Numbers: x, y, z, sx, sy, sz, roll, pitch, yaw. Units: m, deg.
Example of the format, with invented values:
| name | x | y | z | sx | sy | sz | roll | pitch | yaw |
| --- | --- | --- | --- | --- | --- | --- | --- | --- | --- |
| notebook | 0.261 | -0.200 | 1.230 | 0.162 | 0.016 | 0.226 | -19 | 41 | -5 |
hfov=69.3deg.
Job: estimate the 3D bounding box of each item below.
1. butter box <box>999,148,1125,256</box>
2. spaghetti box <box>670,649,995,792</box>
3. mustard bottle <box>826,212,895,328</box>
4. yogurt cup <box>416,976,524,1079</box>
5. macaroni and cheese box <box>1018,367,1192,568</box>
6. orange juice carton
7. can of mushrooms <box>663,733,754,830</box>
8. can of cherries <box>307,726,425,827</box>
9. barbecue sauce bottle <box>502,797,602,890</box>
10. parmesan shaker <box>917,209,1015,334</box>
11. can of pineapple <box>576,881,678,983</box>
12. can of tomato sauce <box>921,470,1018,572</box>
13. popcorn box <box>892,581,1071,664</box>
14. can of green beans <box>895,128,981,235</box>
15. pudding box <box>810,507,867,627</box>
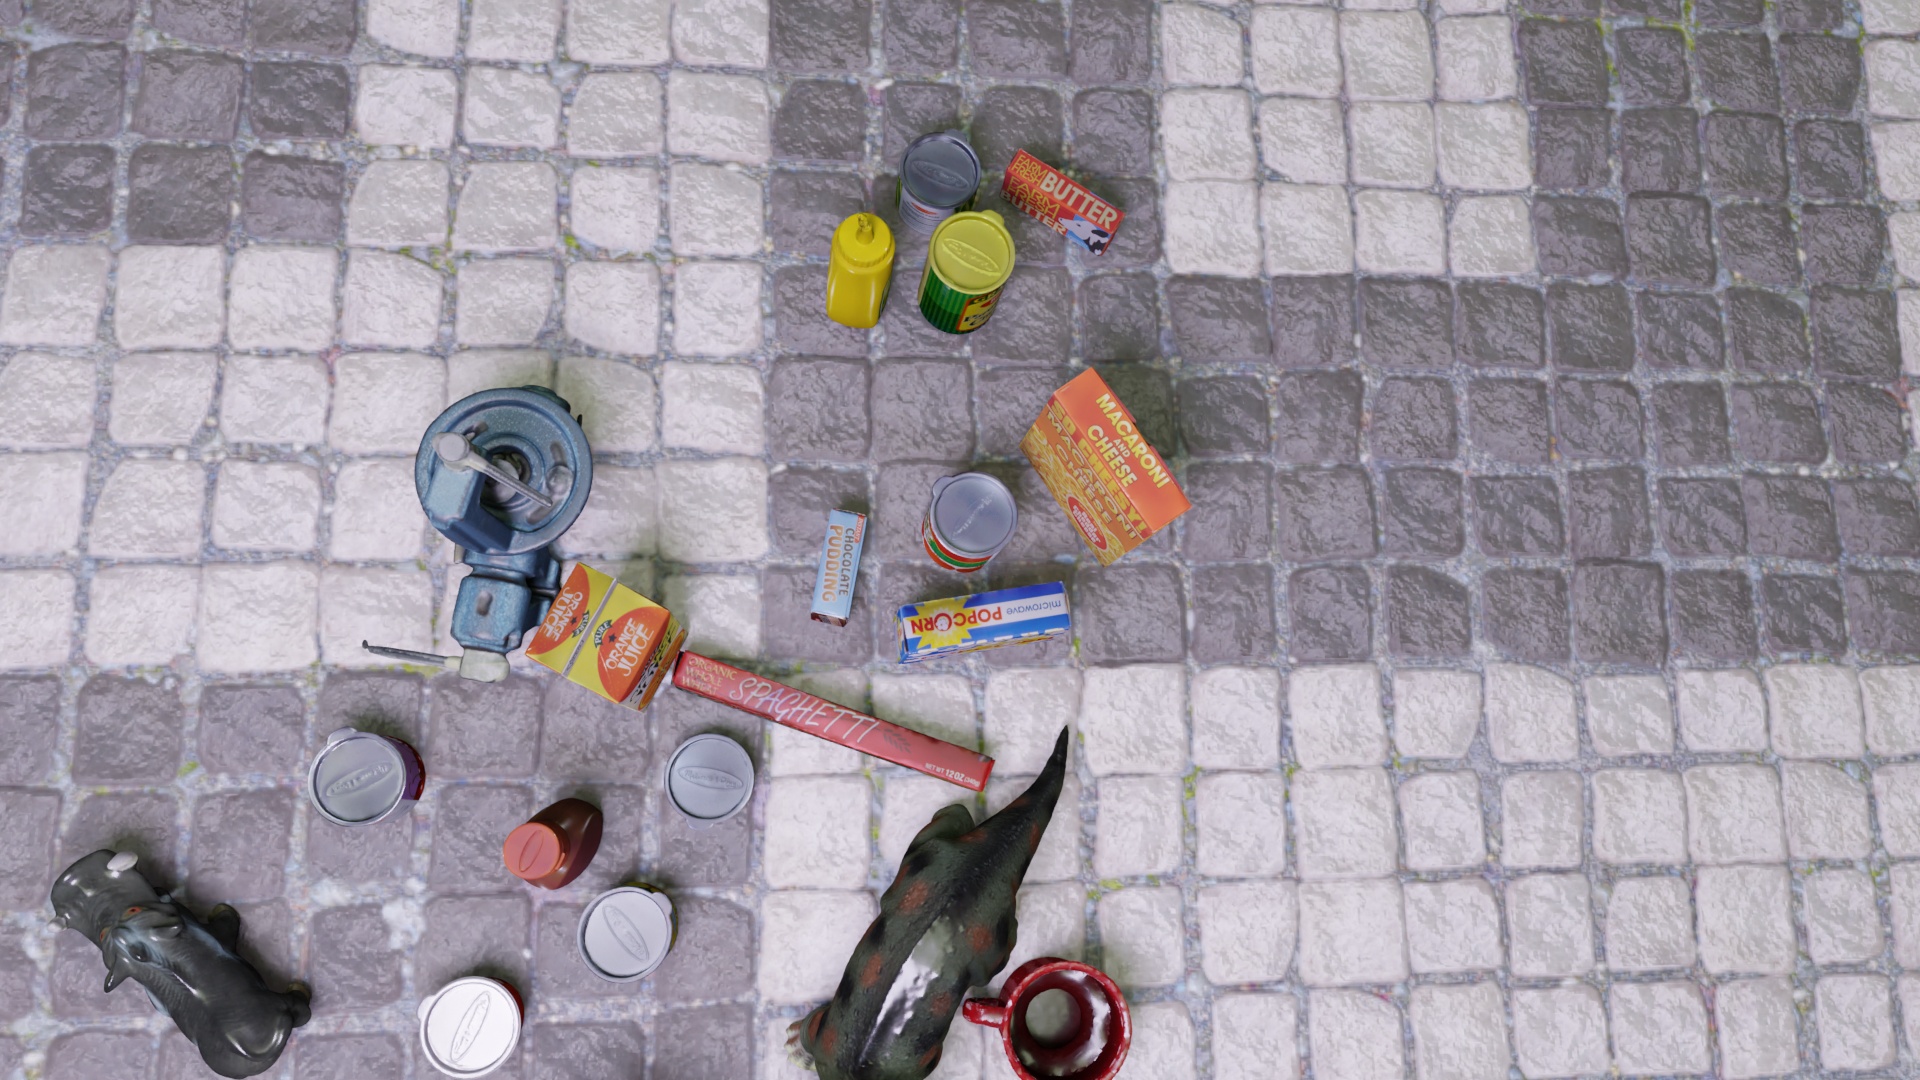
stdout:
| name | x | y | z | sx | sy | sz | roll | pitch | yaw |
| --- | --- | --- | --- | --- | --- | --- | --- | --- | --- |
| butter box | 0.083 | -0.278 | 1.146 | 0.103 | 0.053 | 0.024 | 32 | 78 | 0 |
| spaghetti box | -0.098 | 0.137 | 1.050 | 0.250 | 0.050 | 0.029 | 20 | 79 | -3 |
| mustard bottle | -0.075 | -0.212 | 1.061 | 0.049 | 0.160 | 0.065 | 12 | 79 | -4 |
| yogurt cup | -0.341 | 0.341 | 0.982 | 0.072 | 0.054 | 0.072 | 1 | 80 | -6 |
| macaroni and cheese box | 0.105 | -0.051 | 1.049 | 0.040 | 0.166 | 0.124 | -34 | 85 | -11 |
| orange juice carton | -0.246 | 0.070 | 0.972 | 0.073 | 0.192 | 0.072 | 28 | 78 | -1 |
| can of mushrooms | -0.188 | 0.181 | 1.040 | 0.071 | 0.033 | 0.071 | 1 | 80 | -6 |
| can of cherries | -0.427 | 0.170 | 1.002 | 0.071 | 0.058 | 0.071 | 1 | 80 | -6 |
| barbecue sauce bottle | -0.283 | 0.212 | 0.964 | 0.044 | 0.148 | 0.065 | 24 | 78 | -2 |
| parmesan shaker | 0.005 | -0.211 | 1.099 | 0.071 | 0.103 | 0.071 | 1 | 80 | -6 |
| can of pineapple | -0.237 | 0.281 | 1.003 | 0.071 | 0.057 | 0.071 | 1 | 80 | -6 |
| can of tomato sauce | 0.004 | -0.013 | 1.073 | 0.071 | 0.083 | 0.071 | 1 | 80 | -6 |
| popcorn box | 0.014 | 0.064 | 1.059 | 0.127 | 0.085 | 0.038 | -8 | 81 | -8 |
| can of green beans | -0.019 | -0.290 | 1.134 | 0.071 | 0.057 | 0.071 | 1 | 80 | -6 |
| pudding box | -0.094 | 0.022 | 1.072 | 0.030 | 0.049 | 0.084 | 11 | 79 | -4 |
